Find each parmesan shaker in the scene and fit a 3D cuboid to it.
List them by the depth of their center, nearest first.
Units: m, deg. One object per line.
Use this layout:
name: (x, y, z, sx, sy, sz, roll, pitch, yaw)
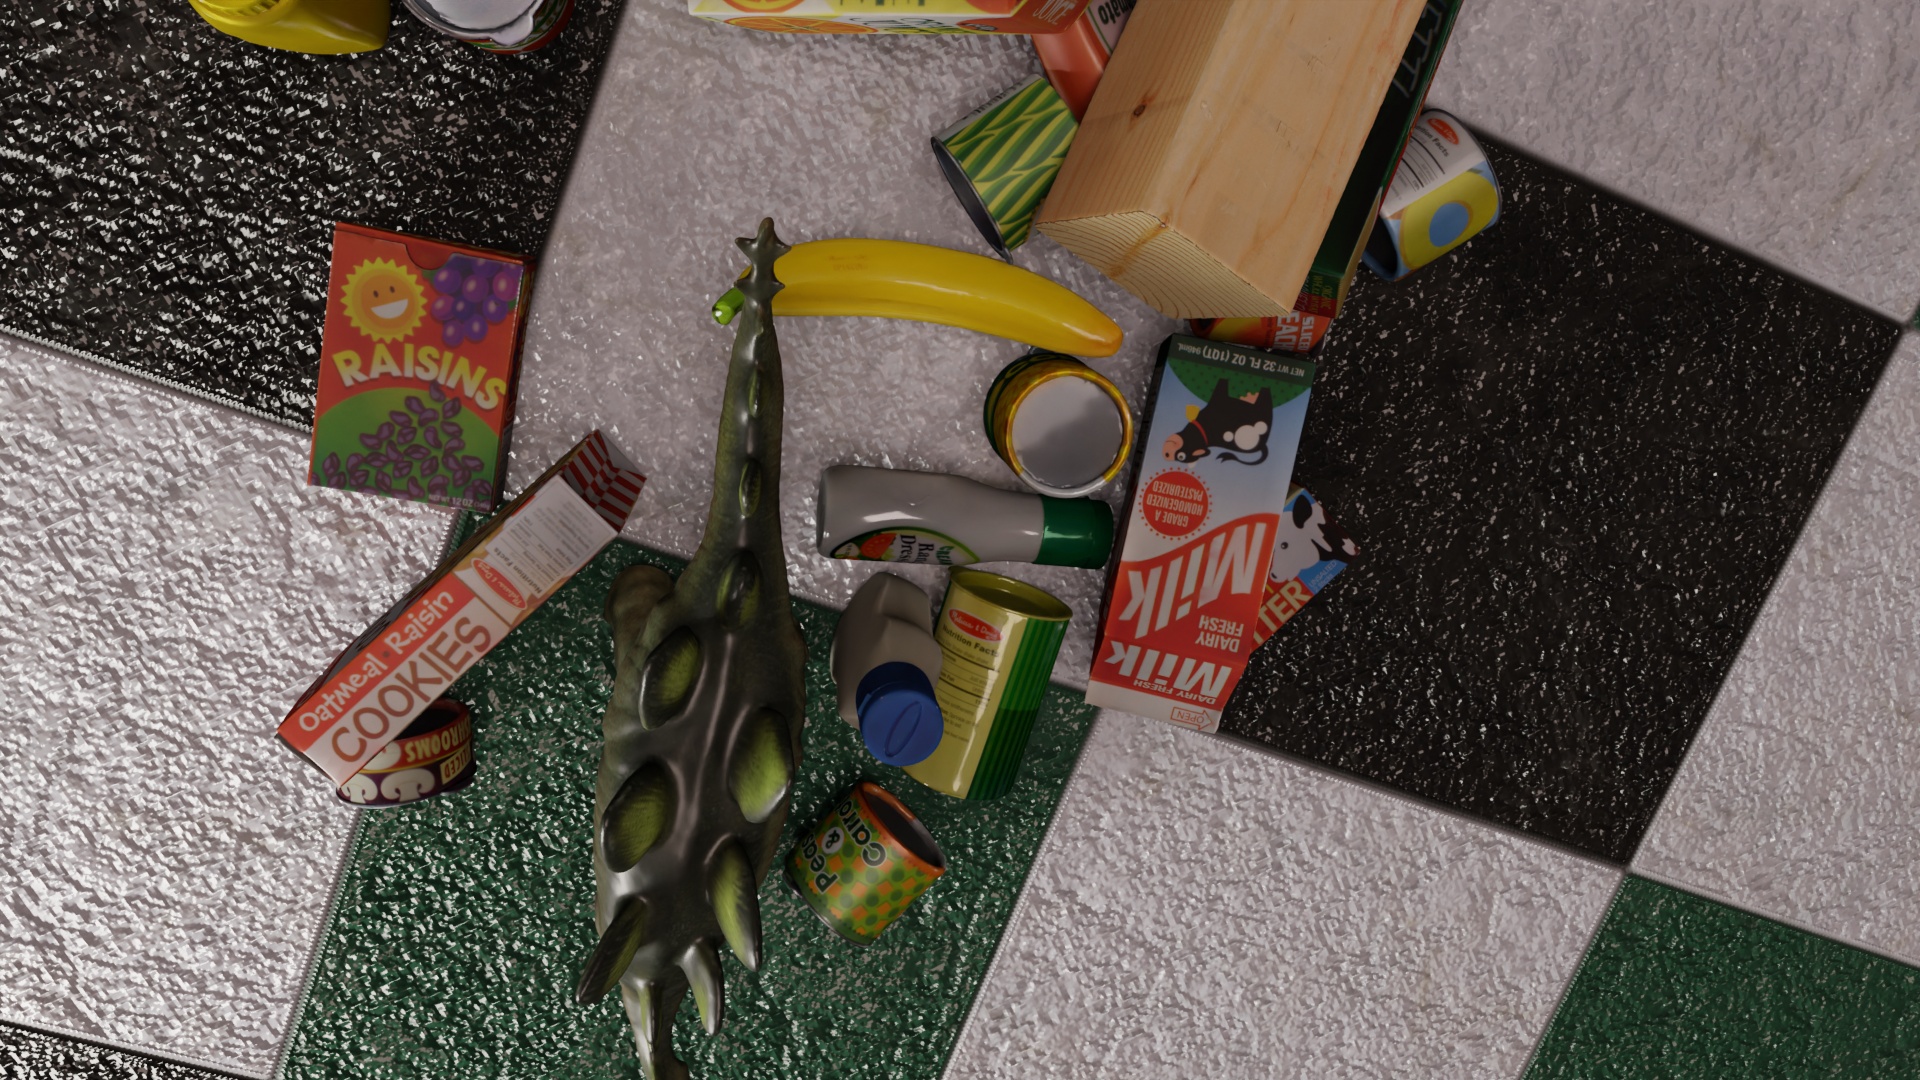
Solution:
parmesan shaker: (0.009, 0.074, 0.724, 0.071, 0.071, 0.102, 15, 102, -12)

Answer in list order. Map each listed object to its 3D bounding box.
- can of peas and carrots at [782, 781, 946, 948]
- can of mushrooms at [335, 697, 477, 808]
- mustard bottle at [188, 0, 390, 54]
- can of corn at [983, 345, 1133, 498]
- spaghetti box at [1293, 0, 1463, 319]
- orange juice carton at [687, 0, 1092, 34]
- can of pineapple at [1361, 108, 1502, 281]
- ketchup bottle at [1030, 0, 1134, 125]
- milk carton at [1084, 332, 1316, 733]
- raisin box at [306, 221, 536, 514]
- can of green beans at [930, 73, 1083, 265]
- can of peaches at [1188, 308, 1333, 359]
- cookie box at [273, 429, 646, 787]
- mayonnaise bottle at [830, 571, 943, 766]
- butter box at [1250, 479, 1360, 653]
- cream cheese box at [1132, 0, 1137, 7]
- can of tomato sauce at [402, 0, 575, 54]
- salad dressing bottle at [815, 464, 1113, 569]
can of peas and carrots: (-0.051, 0.169, 0.736, 0.058, 0.071, 0.071, -45, 106, 4)
can of mushrooms: (-0.273, 0.104, 0.687, 0.071, 0.071, 0.033, -4, 103, -7)
mustard bottle: (-0.275, -0.226, 0.556, 0.065, 0.160, 0.048, -1, 103, -9)
can of corn: (0.048, -0.061, 0.697, 0.071, 0.058, 0.071, -2, 105, -8)
spaghetti box: (0.207, -0.224, 0.645, 0.029, 0.050, 0.250, 21, 82, 15)
orange juice carton: (-0.016, -0.256, 0.591, 0.193, 0.072, 0.072, 8, 105, 19)
can of pineapple: (0.225, -0.170, 0.693, 0.058, 0.071, 0.071, -31, 106, 1)
ketchup bottle: (0.068, -0.221, 0.661, 0.043, 0.065, 0.148, -10, 115, 37)
milk carton: (0.116, -0.002, 0.697, 0.072, 0.073, 0.190, 13, 95, 2)
raisin box: (-0.255, -0.081, 0.658, 0.086, 0.040, 0.123, 10, 102, -10)
can of green beans: (0.027, -0.178, 0.661, 0.058, 0.071, 0.071, -33, 106, 1)
can of peaches: (0.150, -0.127, 0.690, 0.058, 0.071, 0.071, 7, 103, -9)
cookie box: (-0.226, 0.025, 0.645, 0.167, 0.123, 0.040, -41, 105, 4)
mayonnaise bottle: (-0.035, 0.063, 0.670, 0.041, 0.148, 0.064, 27, 99, -14)
butter box: (0.160, 0.021, 0.752, 0.103, 0.024, 0.053, -44, 105, 4)
cream cheese box: (0.112, -0.260, 0.675, 0.053, 0.024, 0.103, -26, 106, -2)
can of tomato sauce: (-0.203, -0.246, 0.601, 0.071, 0.083, 0.071, -2, 105, -8)
salad dressing bottle: (0.003, -0.009, 0.703, 0.148, 0.064, 0.044, 4, 69, -12)
